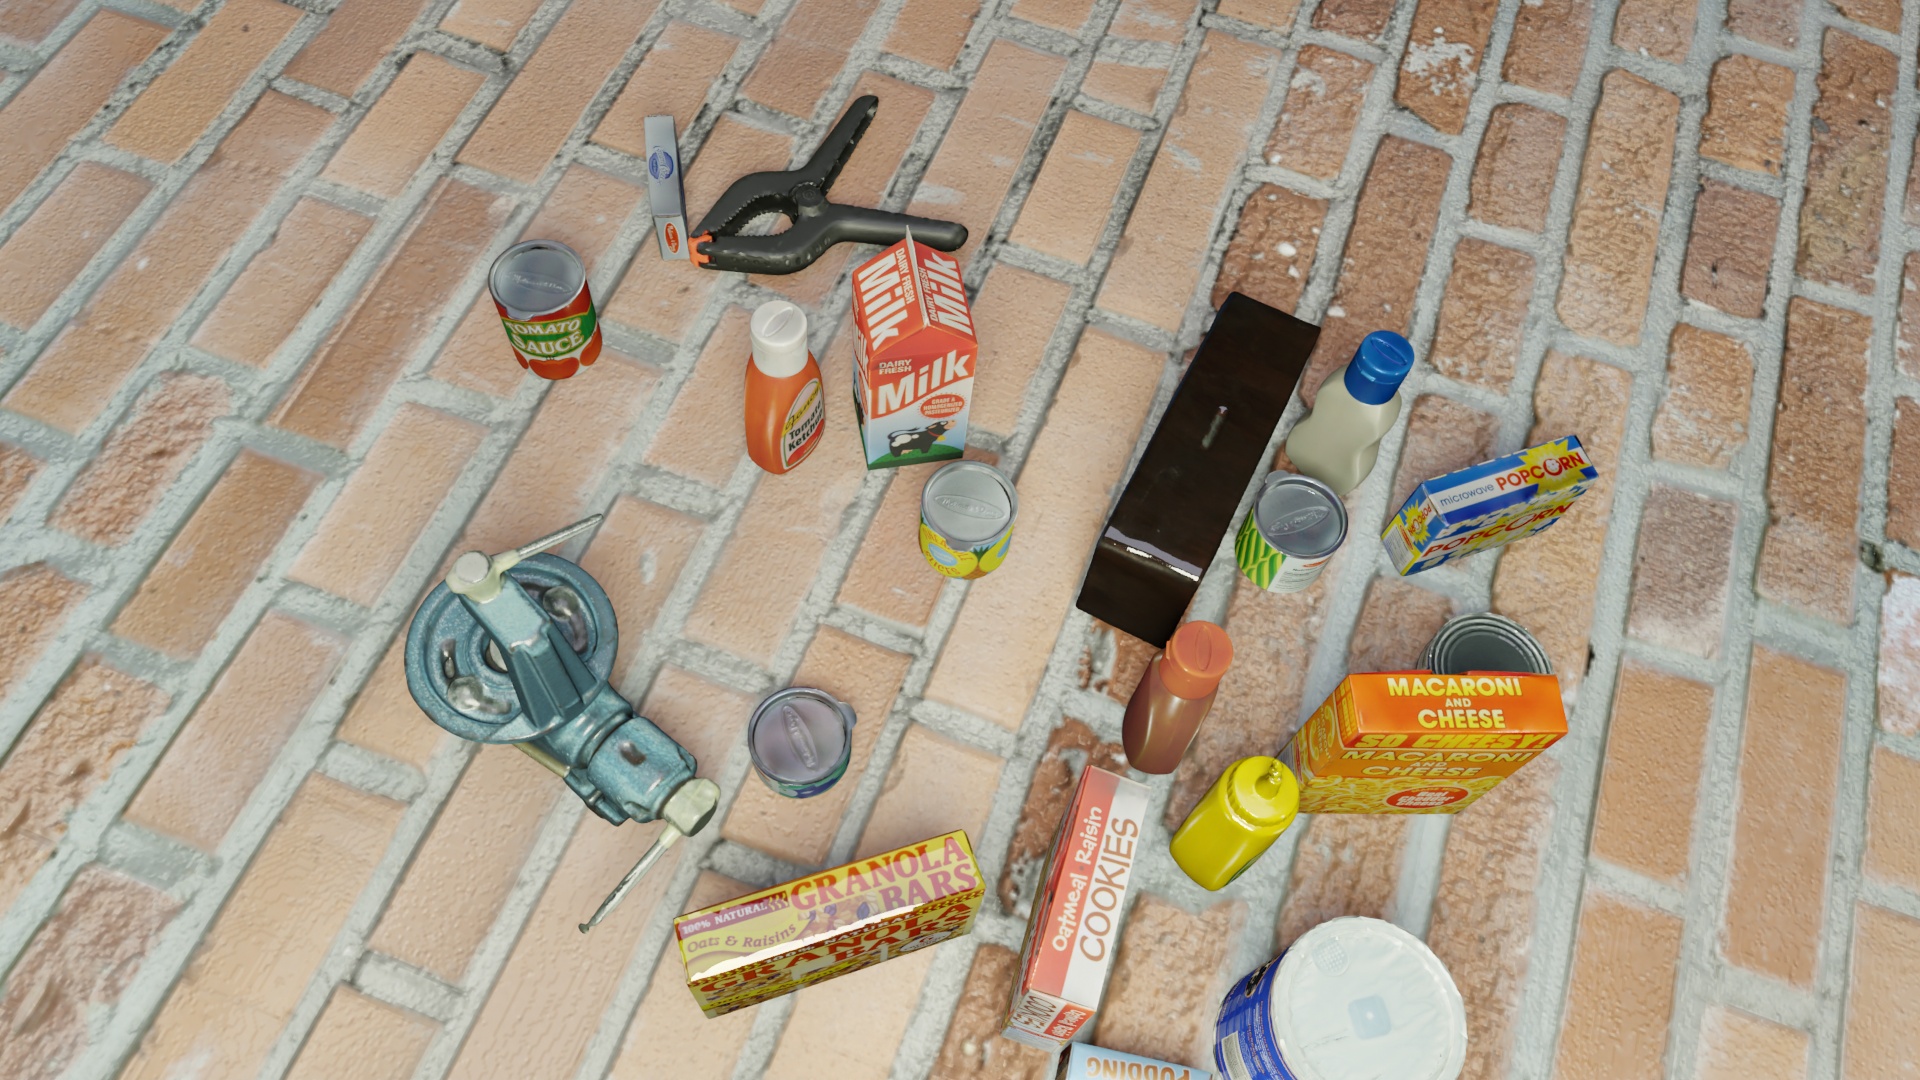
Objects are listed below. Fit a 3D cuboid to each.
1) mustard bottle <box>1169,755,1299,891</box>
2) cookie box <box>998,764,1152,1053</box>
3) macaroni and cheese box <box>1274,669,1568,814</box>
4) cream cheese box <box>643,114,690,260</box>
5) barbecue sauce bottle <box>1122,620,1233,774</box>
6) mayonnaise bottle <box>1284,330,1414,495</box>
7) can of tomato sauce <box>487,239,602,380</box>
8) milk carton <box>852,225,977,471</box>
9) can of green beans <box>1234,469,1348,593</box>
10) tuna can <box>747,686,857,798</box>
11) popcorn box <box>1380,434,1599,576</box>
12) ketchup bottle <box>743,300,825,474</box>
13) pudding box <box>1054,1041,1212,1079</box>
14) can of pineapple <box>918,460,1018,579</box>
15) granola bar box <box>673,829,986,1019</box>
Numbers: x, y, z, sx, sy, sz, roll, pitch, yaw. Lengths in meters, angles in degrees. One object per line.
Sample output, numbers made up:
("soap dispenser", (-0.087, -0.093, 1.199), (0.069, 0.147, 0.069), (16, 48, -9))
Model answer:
("mustard bottle", (0.168, 0.163, 0.825), (0.065, 0.159, 0.049), (-40, 72, -21))
("cookie box", (0.061, 0.213, 0.786), (0.040, 0.166, 0.123), (16, 63, 4))
("macaroni and cheese box", (0.272, 0.126, 0.848), (0.124, 0.165, 0.040), (1, 63, -4))
("cream cheese box", (-0.229, -0.275, 1.081), (0.024, 0.053, 0.104), (-7, 63, -8))
("barbecue sauce bottle", (0.134, 0.095, 0.864), (0.044, 0.148, 0.065), (9, 63, 0))
("mayonnaise bottle", (0.275, -0.090, 0.971), (0.065, 0.147, 0.041), (41, 67, 16))
("can of tomato sauce", (-0.297, -0.163, 1.001), (0.071, 0.082, 0.071), (2, 63, -3))
("milk carton", (-0.033, -0.127, 0.942), (0.073, 0.189, 0.072), (-9, 64, -9))
("can of green beans", (0.231, -0.004, 0.974), (0.071, 0.057, 0.071), (2, 63, -3))
("tuna can", (-0.100, 0.129, 0.893), (0.071, 0.032, 0.071), (2, 63, -3))
("popcorn box", (0.371, -0.024, 0.979), (0.127, 0.085, 0.038), (-17, 65, -13))
("ketchup bottle", (-0.122, -0.106, 0.948), (0.043, 0.148, 0.065), (32, 65, 12))
("pudding box", (0.098, 0.316, 0.802), (0.084, 0.049, 0.030), (12, 63, 2))
("can of pineapple", (0.003, -0.012, 0.960), (0.071, 0.057, 0.071), (2, 63, -3))
("granola bar box", (-0.074, 0.221, 0.796), (0.166, 0.123, 0.039), (-15, 65, -12))
